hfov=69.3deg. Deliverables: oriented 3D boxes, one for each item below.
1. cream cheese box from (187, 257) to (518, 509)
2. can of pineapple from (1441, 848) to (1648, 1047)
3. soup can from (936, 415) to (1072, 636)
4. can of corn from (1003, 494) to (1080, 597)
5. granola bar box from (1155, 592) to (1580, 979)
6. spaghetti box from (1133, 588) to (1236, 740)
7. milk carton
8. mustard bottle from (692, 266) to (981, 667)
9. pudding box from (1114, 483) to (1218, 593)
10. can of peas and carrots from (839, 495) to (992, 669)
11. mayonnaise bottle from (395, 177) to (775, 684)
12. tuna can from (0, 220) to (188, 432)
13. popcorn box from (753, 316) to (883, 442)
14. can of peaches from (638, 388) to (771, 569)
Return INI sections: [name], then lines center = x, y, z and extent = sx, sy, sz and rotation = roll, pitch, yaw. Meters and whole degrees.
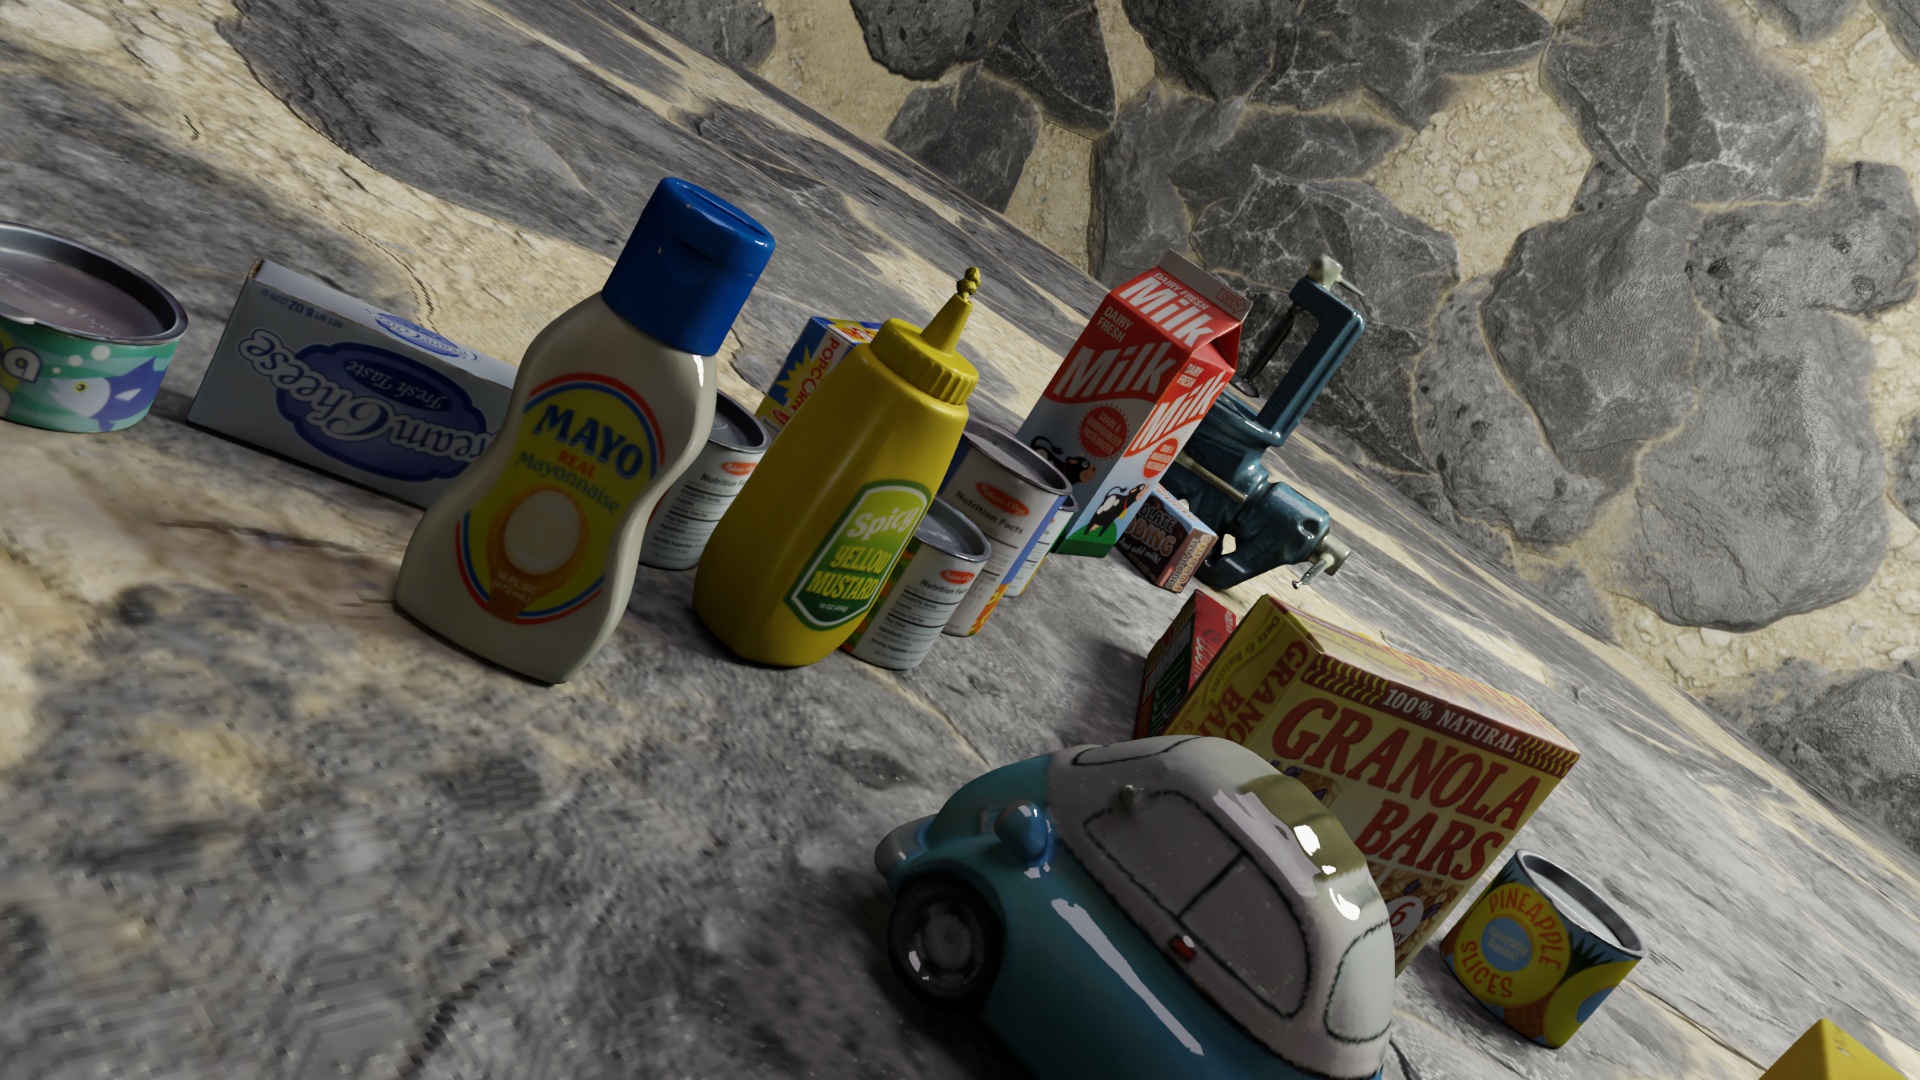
[cream cheese box]
center = -0.188, -0.045, 0.455
extent = 0.104, 0.053, 0.024
rotation = 24, 18, -29
[can of pineapple]
center = 0.258, 0.181, 0.620
extent = 0.071, 0.057, 0.071
rotation = 30, 16, -9
[soup can]
center = 0.002, -0.008, 0.649
extent = 0.071, 0.083, 0.071
rotation = 30, 16, -9
[can of corn]
center = 0.020, -0.013, 0.742
extent = 0.071, 0.058, 0.071
rotation = 30, 16, -9
[granola bar box]
center = 0.140, 0.099, 0.521
extent = 0.165, 0.124, 0.039
rotation = 21, 19, -35
[spaghetti box]
center = 0.105, 0.079, 0.647
extent = 0.029, 0.050, 0.251
rotation = 33, 16, 2
[milk carton]
center = 0.103, -0.086, 0.873
extent = 0.072, 0.190, 0.073
rotation = 41, 17, 27
[mustard bottle]
center = -0.036, -0.028, 0.499
extent = 0.049, 0.159, 0.065
rotation = 42, 18, 31
[pudding box]
center = 0.133, -0.008, 0.955
extent = 0.030, 0.049, 0.084
rotation = 19, 21, -40
[can of peas and carrots]
center = -0.031, 0.010, 0.579
extent = 0.071, 0.058, 0.071
rotation = 30, 16, -9
[mayonnaise bottle]
center = -0.105, -0.032, 0.403
extent = 0.065, 0.147, 0.041
rotation = 29, 16, -13
[tuna can]
center = -0.264, -0.061, 0.398
extent = 0.071, 0.032, 0.071
rotation = 30, 16, -9
[popcorn box]
center = -0.056, -0.067, 0.711
extent = 0.038, 0.085, 0.127
rotation = 36, 16, 12
[can of peaches]
center = -0.118, -0.031, 0.539
extent = 0.071, 0.058, 0.071
rotation = 30, 16, -9
